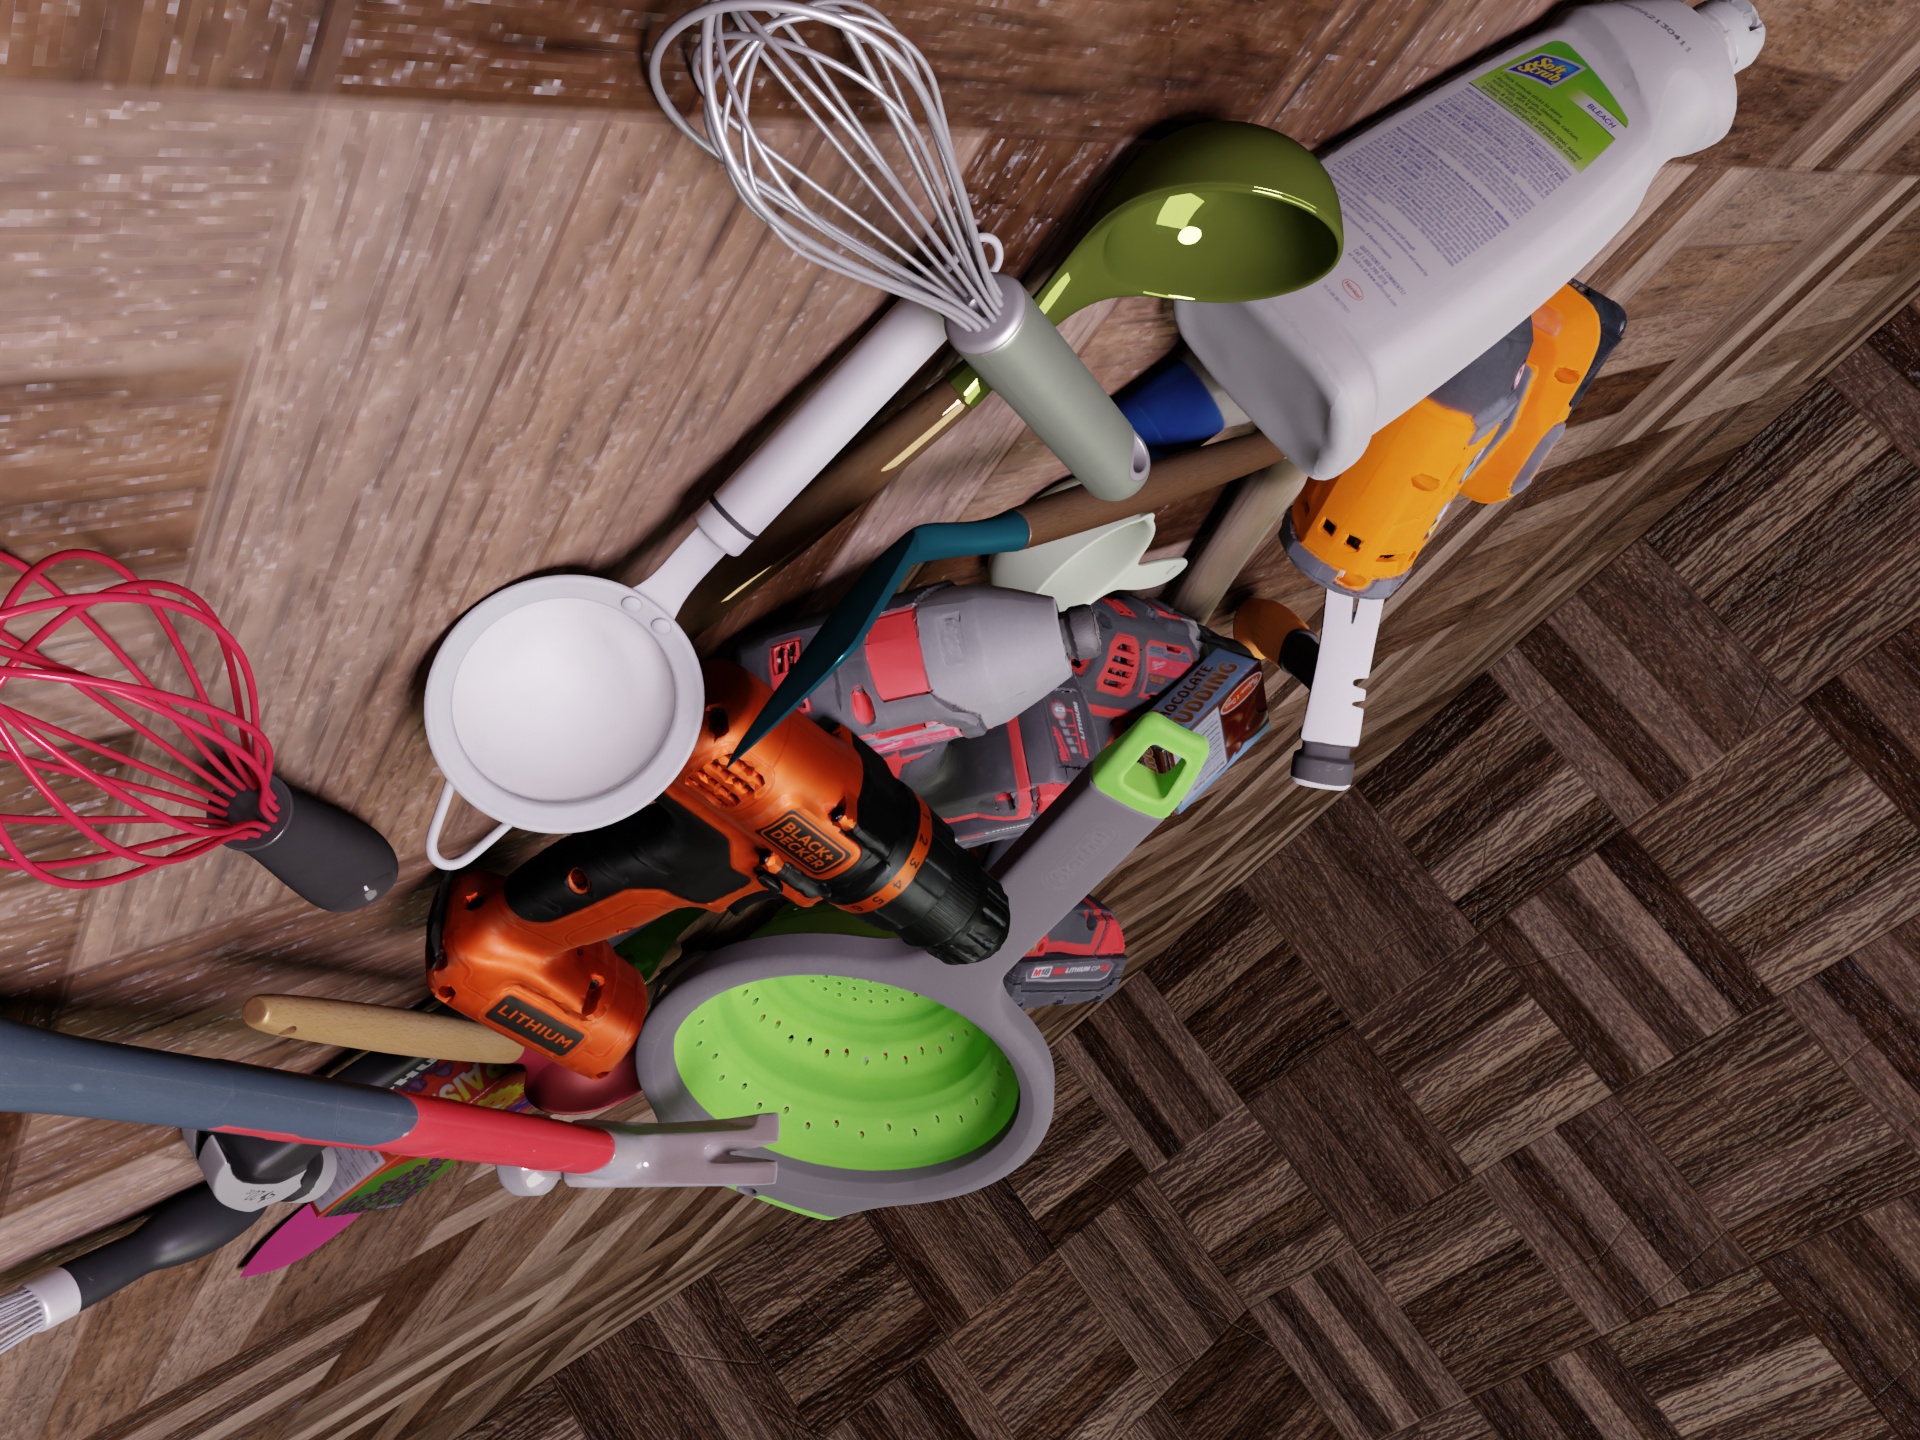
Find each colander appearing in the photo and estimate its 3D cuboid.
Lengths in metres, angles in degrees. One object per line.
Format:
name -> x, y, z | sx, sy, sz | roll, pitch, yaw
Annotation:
colander -> -0.012, 0.101, 0.751 | 0.397, 0.204, 0.095 | -50, -159, 38

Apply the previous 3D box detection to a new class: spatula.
spatula -> 0.041, -0.065, 0.584 | 0.317, 0.044, 0.082 | -24, 170, -41

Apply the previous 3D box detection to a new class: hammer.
hammer -> -0.197, 0.113, 0.737 | 0.335, 0.035, 0.146 | -34, 165, -11
hammer -> -0.213, 0.148, 0.596 | 0.143, 0.038, 0.386 | -7, 159, 20
hammer -> 0.132, -0.064, 0.959 | 0.146, 0.038, 0.410 | -29, 163, -24
hammer -> 0.199, -0.052, 0.952 | 0.337, 0.034, 0.127 | -71, 169, -81

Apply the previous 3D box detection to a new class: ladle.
ladle -> -0.015, -0.084, 0.531 | 0.320, 0.062, 0.078 | -37, 158, 10
ladle -> -0.205, 0.139, 0.677 | 0.069, 0.031, 0.315 | -35, 161, 0

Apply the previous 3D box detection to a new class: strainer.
strainer -> -0.079, -0.055, 0.499 | 0.258, 0.050, 0.086 | -45, 120, 7

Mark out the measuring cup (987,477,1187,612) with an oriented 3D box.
measuring cup -> 0.068, -0.082, 0.758 | 0.083, 0.038, 0.167 | -44, 165, 24

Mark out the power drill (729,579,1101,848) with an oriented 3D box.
power drill -> -0.001, -0.002, 0.691 | 0.143, 0.079, 0.219 | -13, 165, 8

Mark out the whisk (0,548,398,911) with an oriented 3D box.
whisk -> -0.199, 0.020, 0.428 | 0.073, 0.073, 0.295 | -34, 171, -13

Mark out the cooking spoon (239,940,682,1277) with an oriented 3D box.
cooking spoon -> -0.281, 0.222, 0.898 | 0.319, 0.017, 0.068 | -39, 166, 7

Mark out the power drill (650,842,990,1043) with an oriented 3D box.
power drill -> -0.072, 0.135, 1.008 | 0.226, 0.084, 0.185 | -34, 167, 0

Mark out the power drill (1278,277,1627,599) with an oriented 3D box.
power drill -> 0.245, -0.160, 0.760 | 0.226, 0.084, 0.164 | -34, 154, -51

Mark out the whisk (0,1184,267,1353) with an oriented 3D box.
whisk -> -0.404, 0.253, 0.651 | 0.070, 0.070, 0.284 | -46, 167, 28

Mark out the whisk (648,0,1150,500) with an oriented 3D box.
whisk -> 0.002, -0.112, 0.424 | 0.059, 0.058, 0.246 | -3, 164, 25

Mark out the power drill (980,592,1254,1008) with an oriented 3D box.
power drill -> 0.080, 0.041, 0.892 | 0.187, 0.080, 0.226 | 7, 108, -49

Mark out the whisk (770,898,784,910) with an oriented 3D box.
whisk -> -0.012, 0.023, 0.897 | 0.245, 0.051, 0.047 | -39, -174, -8

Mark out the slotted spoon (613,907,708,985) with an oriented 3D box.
slotted spoon -> -0.096, 0.065, 0.840 | 0.314, 0.031, 0.070 | -37, 150, -9
